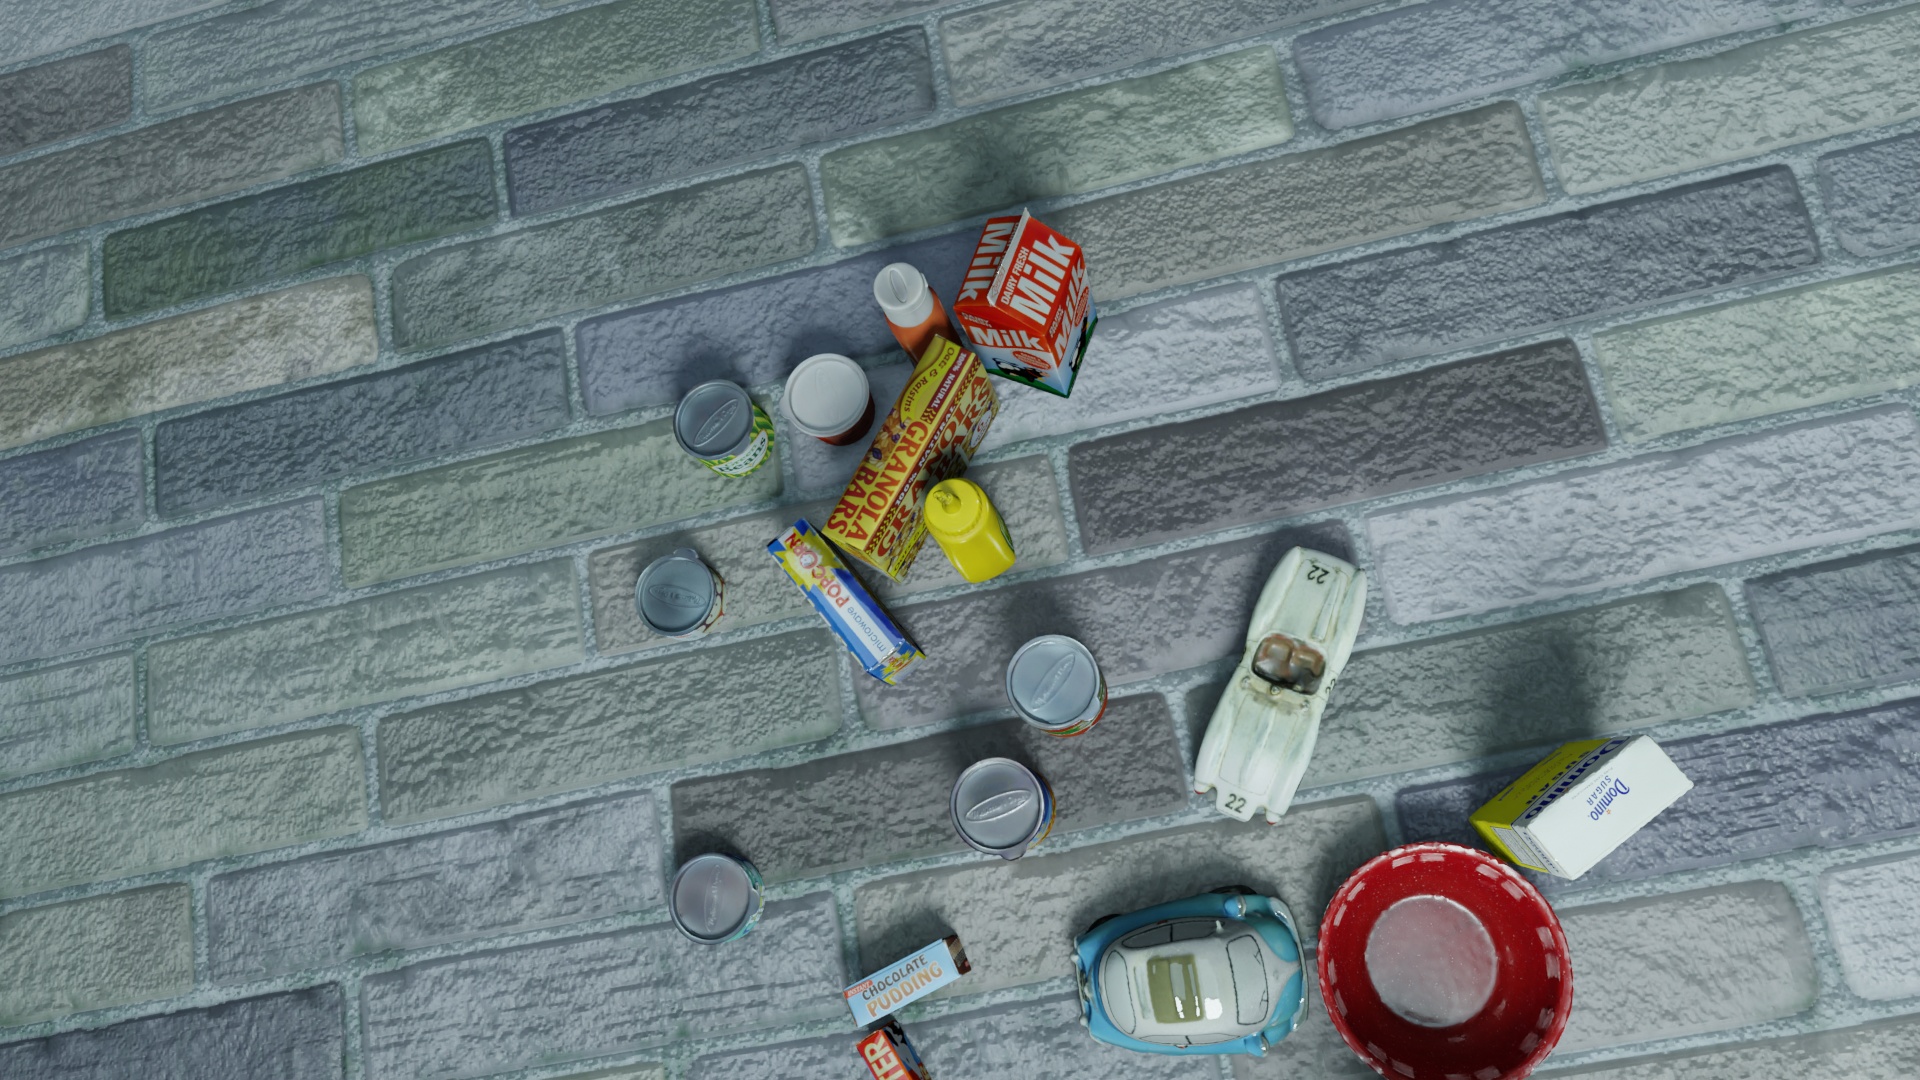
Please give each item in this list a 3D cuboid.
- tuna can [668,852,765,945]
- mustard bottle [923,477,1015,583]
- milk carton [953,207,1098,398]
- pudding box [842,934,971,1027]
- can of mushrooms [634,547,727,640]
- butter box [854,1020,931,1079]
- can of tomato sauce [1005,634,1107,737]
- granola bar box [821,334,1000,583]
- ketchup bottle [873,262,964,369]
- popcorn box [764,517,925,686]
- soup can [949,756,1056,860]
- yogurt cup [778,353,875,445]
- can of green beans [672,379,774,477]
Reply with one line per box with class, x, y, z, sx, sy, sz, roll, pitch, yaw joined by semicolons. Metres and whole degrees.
tuna can;-0.179;0.267;1.037;0.071;0.033;0.071;-2;77;10
mustard bottle;0.004;-0.013;1.003;0.049;0.160;0.065;-26;74;4
milk carton;0.048;-0.173;1.017;0.073;0.190;0.072;20;82;14
pudding box;-0.038;0.314;0.992;0.084;0.049;0.030;-28;74;3
can of mushrooms;-0.219;0.043;1.095;0.071;0.033;0.071;-2;77;10
butter box;-0.033;0.389;0.972;0.024;0.053;0.103;-34;74;1
can of tomato sauce;0.073;0.107;1.003;0.071;0.083;0.071;-2;77;10
granola bar box;-0.032;-0.057;1.038;0.039;0.124;0.165;28;83;15
ketchup bottle;-0.031;-0.165;1.051;0.043;0.148;0.065;-24;75;4
popcorn box;-0.084;0.047;1.044;0.038;0.085;0.127;-41;74;-1
soup can;0.033;0.193;0.990;0.071;0.083;0.071;-2;77;10
yogurt cup;-0.100;-0.108;1.099;0.072;0.054;0.072;-2;77;10
can of green beans;-0.188;-0.088;1.108;0.071;0.057;0.071;-2;77;10
